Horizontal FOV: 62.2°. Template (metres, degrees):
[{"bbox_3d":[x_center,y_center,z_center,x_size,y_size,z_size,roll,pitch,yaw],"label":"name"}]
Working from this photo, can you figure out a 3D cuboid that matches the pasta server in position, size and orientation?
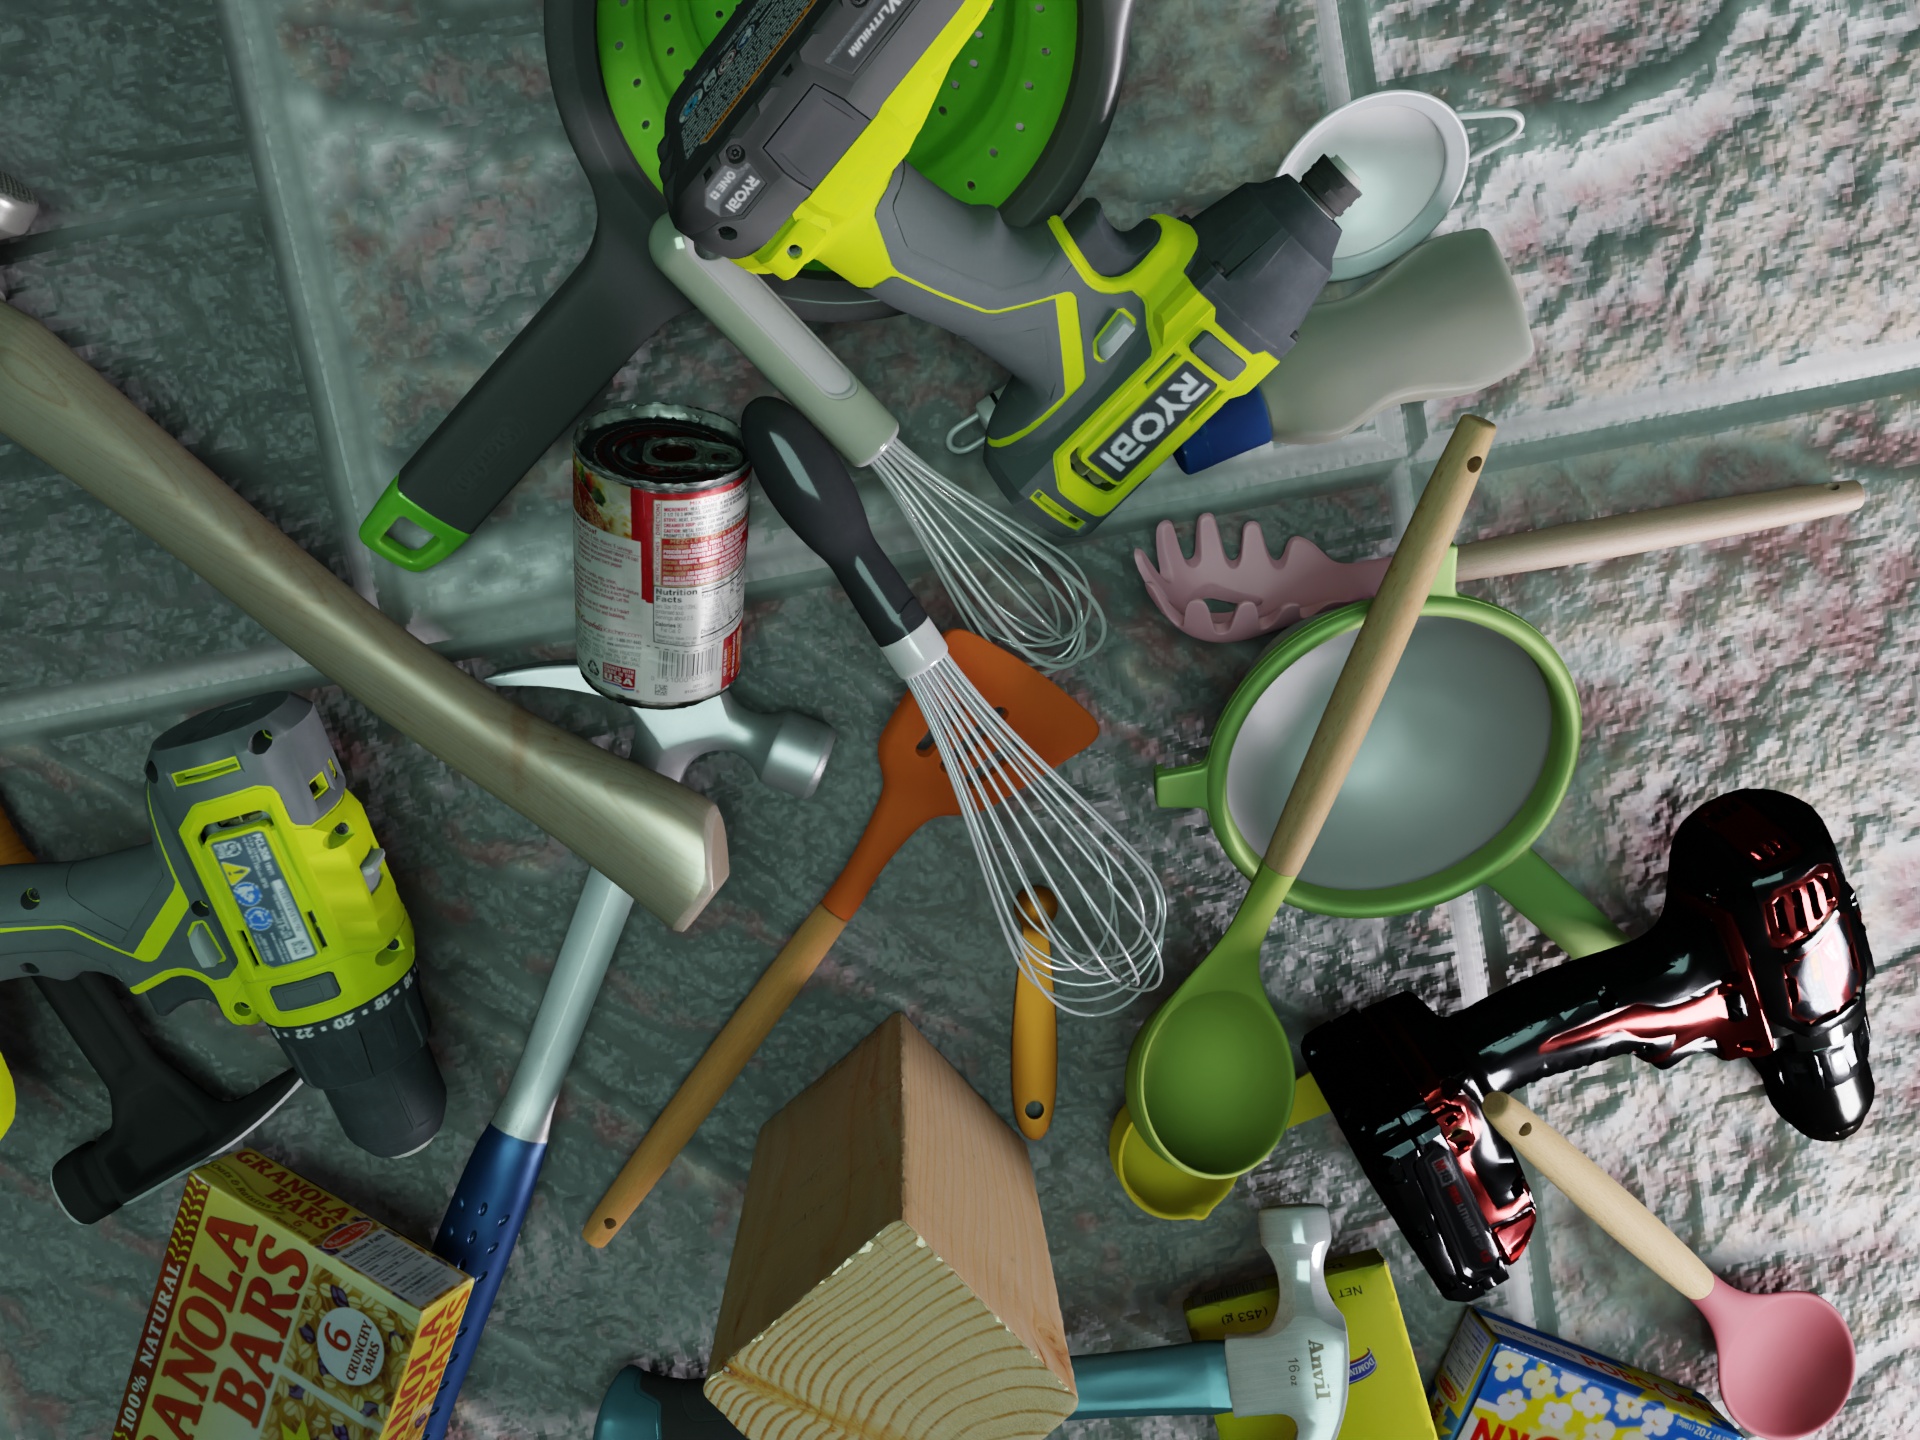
[{"bbox_3d":[0.230,-0.075,0.670,0.316,0.060,0.040,-10,134,-3],"label":"pasta server"}]

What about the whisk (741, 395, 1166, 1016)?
[{"bbox_3d":[0.000,-0.003,0.618,0.070,0.070,0.284,-32,105,2],"label":"whisk"}]

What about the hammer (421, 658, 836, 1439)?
[{"bbox_3d":[-0.192,0.165,0.687,0.144,0.035,0.405,21,96,-5],"label":"hammer"}]

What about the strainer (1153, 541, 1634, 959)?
[{"bbox_3d":[0.208,0.032,0.677,0.256,0.069,0.151,37,111,-24],"label":"strainer"}]

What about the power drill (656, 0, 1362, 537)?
[{"bbox_3d":[0.023,-0.179,0.560,0.223,0.080,0.171,29,119,-35],"label":"power drill"}]

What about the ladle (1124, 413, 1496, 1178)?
[{"bbox_3d":[0.137,0.040,0.603,0.078,0.062,0.320,5,118,-26],"label":"ladle"}]

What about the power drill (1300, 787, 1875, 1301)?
[{"bbox_3d":[0.279,0.150,0.672,0.226,0.080,0.187,-30,120,2],"label":"power drill"}]

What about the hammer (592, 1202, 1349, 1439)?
[{"bbox_3d":[0.000,0.289,0.684,0.331,0.033,0.128,-9,73,9],"label":"hammer"}]

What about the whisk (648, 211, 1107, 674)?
[{"bbox_3d":[-0.027,-0.103,0.619,0.246,0.059,0.058,43,52,-27],"label":"whisk"}]

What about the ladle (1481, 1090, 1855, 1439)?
[{"bbox_3d":[0.296,0.226,0.662,0.315,0.031,0.069,40,85,-32],"label":"ladle"}]

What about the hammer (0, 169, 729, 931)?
[{"bbox_3d":[-0.270,-0.043,0.630,0.410,0.038,0.146,37,100,0],"label":"hammer"}]

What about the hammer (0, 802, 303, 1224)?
[{"bbox_3d":[-0.406,0.044,0.663,0.127,0.034,0.337,-31,98,3],"label":"hammer"}]

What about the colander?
[{"bbox_3d":[-0.105,-0.211,0.616,0.397,0.095,0.204,-41,126,21],"label":"colander"}]

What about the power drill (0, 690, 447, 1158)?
[{"bbox_3d":[-0.325,0.107,0.616,0.228,0.080,0.190,-15,110,0],"label":"power drill"}]

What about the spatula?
[{"bbox_3d":[-0.067,0.104,0.681,0.081,0.041,0.322,34,97,-18],"label":"spatula"}]

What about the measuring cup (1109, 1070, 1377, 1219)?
[{"bbox_3d":[0.138,0.170,0.711,0.156,0.029,0.062,-22,99,-11],"label":"measuring cup"}]

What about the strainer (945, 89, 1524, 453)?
[{"bbox_3d":[0.102,-0.184,0.649,0.258,0.050,0.086,-32,141,7],"label":"strainer"}]

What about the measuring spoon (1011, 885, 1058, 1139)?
[{"bbox_3d":[0.033,0.131,0.703,0.021,0.011,0.117,0,98,-2],"label":"measuring spoon"}]
